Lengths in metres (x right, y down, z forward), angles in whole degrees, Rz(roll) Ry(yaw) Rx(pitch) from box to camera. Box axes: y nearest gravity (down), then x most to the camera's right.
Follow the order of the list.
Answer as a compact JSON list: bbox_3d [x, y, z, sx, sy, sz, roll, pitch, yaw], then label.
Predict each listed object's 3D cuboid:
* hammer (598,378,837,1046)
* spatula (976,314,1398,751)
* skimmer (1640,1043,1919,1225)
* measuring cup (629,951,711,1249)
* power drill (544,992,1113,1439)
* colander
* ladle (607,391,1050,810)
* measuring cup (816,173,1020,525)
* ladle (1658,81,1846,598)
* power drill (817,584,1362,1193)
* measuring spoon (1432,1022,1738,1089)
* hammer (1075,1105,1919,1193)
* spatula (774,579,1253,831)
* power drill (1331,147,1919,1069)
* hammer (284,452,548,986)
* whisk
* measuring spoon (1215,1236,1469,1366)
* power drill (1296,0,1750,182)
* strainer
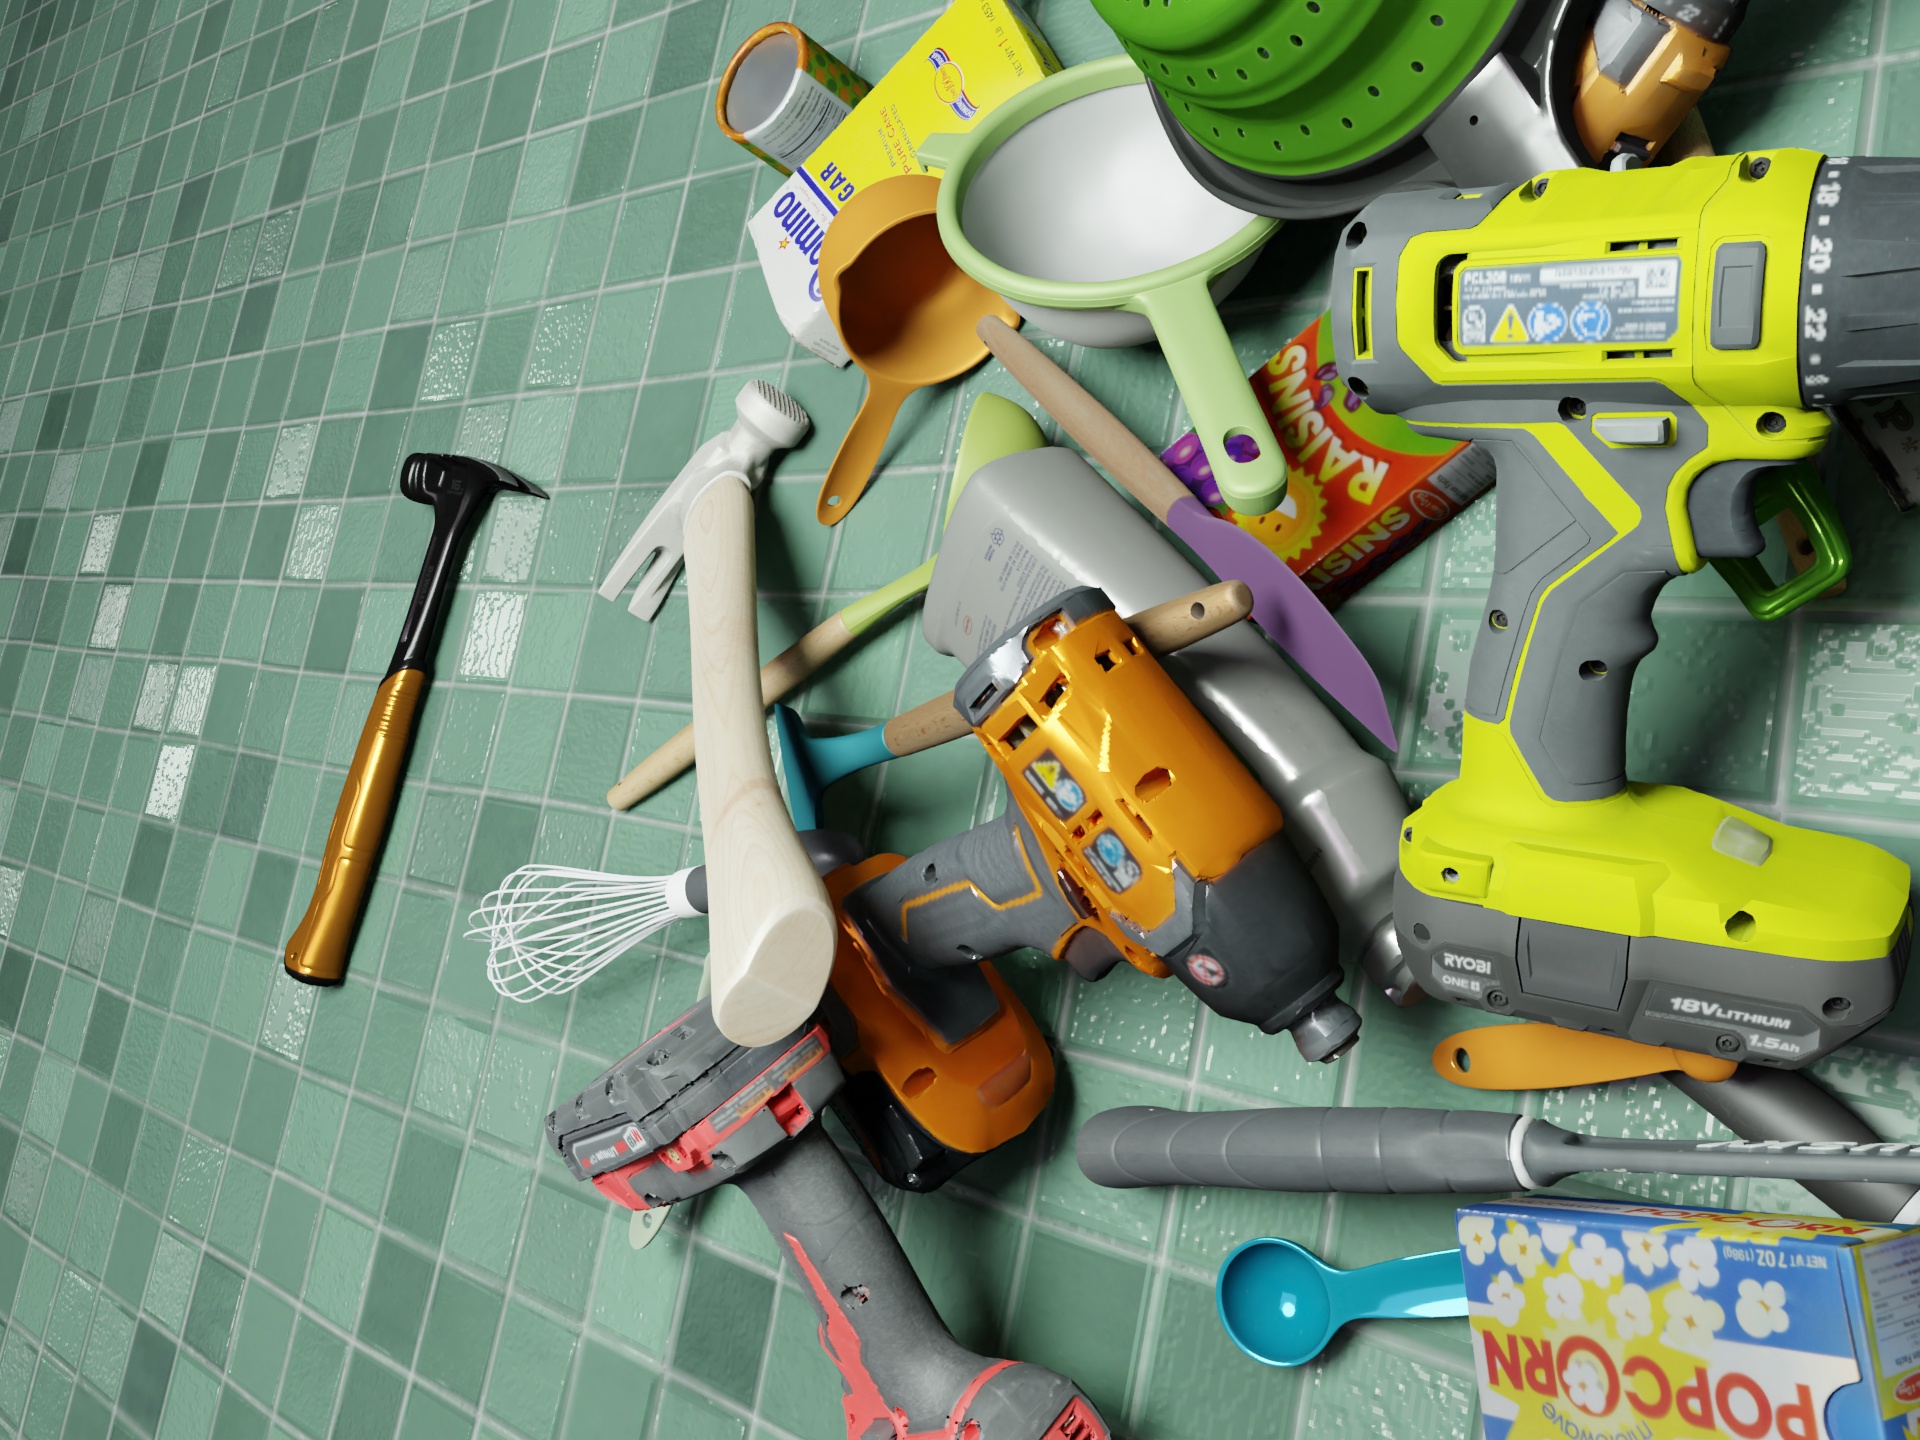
[{"bbox_3d":[-0.104,-0.011,0.674,0.146,0.038,0.411,-48,29,19],"label":"hammer"},{"bbox_3d":[0.072,-0.092,0.604,0.018,0.059,0.316,-32,42,-2],"label":"spatula"},{"bbox_3d":[0.268,0.169,0.373,0.364,0.090,0.127,43,129,41],"label":"skimmer"},{"bbox_3d":[-0.100,0.169,0.719,0.083,0.038,0.167,37,104,40],"label":"measuring cup"},{"bbox_3d":[-0.050,0.206,0.583,0.219,0.078,0.143,54,144,1],"label":"power drill"},{"bbox_3d":[0.134,-0.201,0.489,0.204,0.094,0.397,-45,63,45],"label":"colander"},{"bbox_3d":[-0.077,-0.042,0.750,0.320,0.062,0.078,-34,20,32],"label":"ladle"},{"bbox_3d":[-0.039,-0.174,0.751,0.173,0.095,0.052,-60,37,35],"label":"measuring cup"},{"bbox_3d":[0.248,-0.187,0.538,0.069,0.031,0.316,-28,62,46],"label":"ladle"},{"bbox_3d":[0.028,0.080,0.553,0.164,0.084,0.226,52,135,10],"label":"power drill"},{"bbox_3d":[0.184,0.102,0.486,0.117,0.011,0.021,-26,68,60],"label":"measuring spoon"},{"bbox_3d":[0.162,0.116,0.418,0.409,0.149,0.036,-21,71,55],"label":"hammer"},{"bbox_3d":[-0.001,-0.002,0.623,0.317,0.044,0.082,-21,77,49],"label":"spatula"},{"bbox_3d":[0.199,-0.032,0.421,0.191,0.080,0.228,7,111,34],"label":"power drill"},{"bbox_3d":[-0.345,0.000,0.975,0.127,0.034,0.337,14,86,43],"label":"hammer"},{"bbox_3d":[-0.144,0.084,0.743,0.284,0.070,0.070,-17,67,41],"label":"whisk"},{"bbox_3d":[0.147,0.185,0.524,0.128,0.021,0.042,-17,76,26],"label":"measuring spoon"},{"bbox_3d":[0.183,-0.281,0.555,0.185,0.084,0.226,-59,46,39],"label":"power drill"},{"bbox_3d":[0.081,-0.161,0.625,0.151,0.069,0.257,-17,54,4],"label":"strainer"}]
